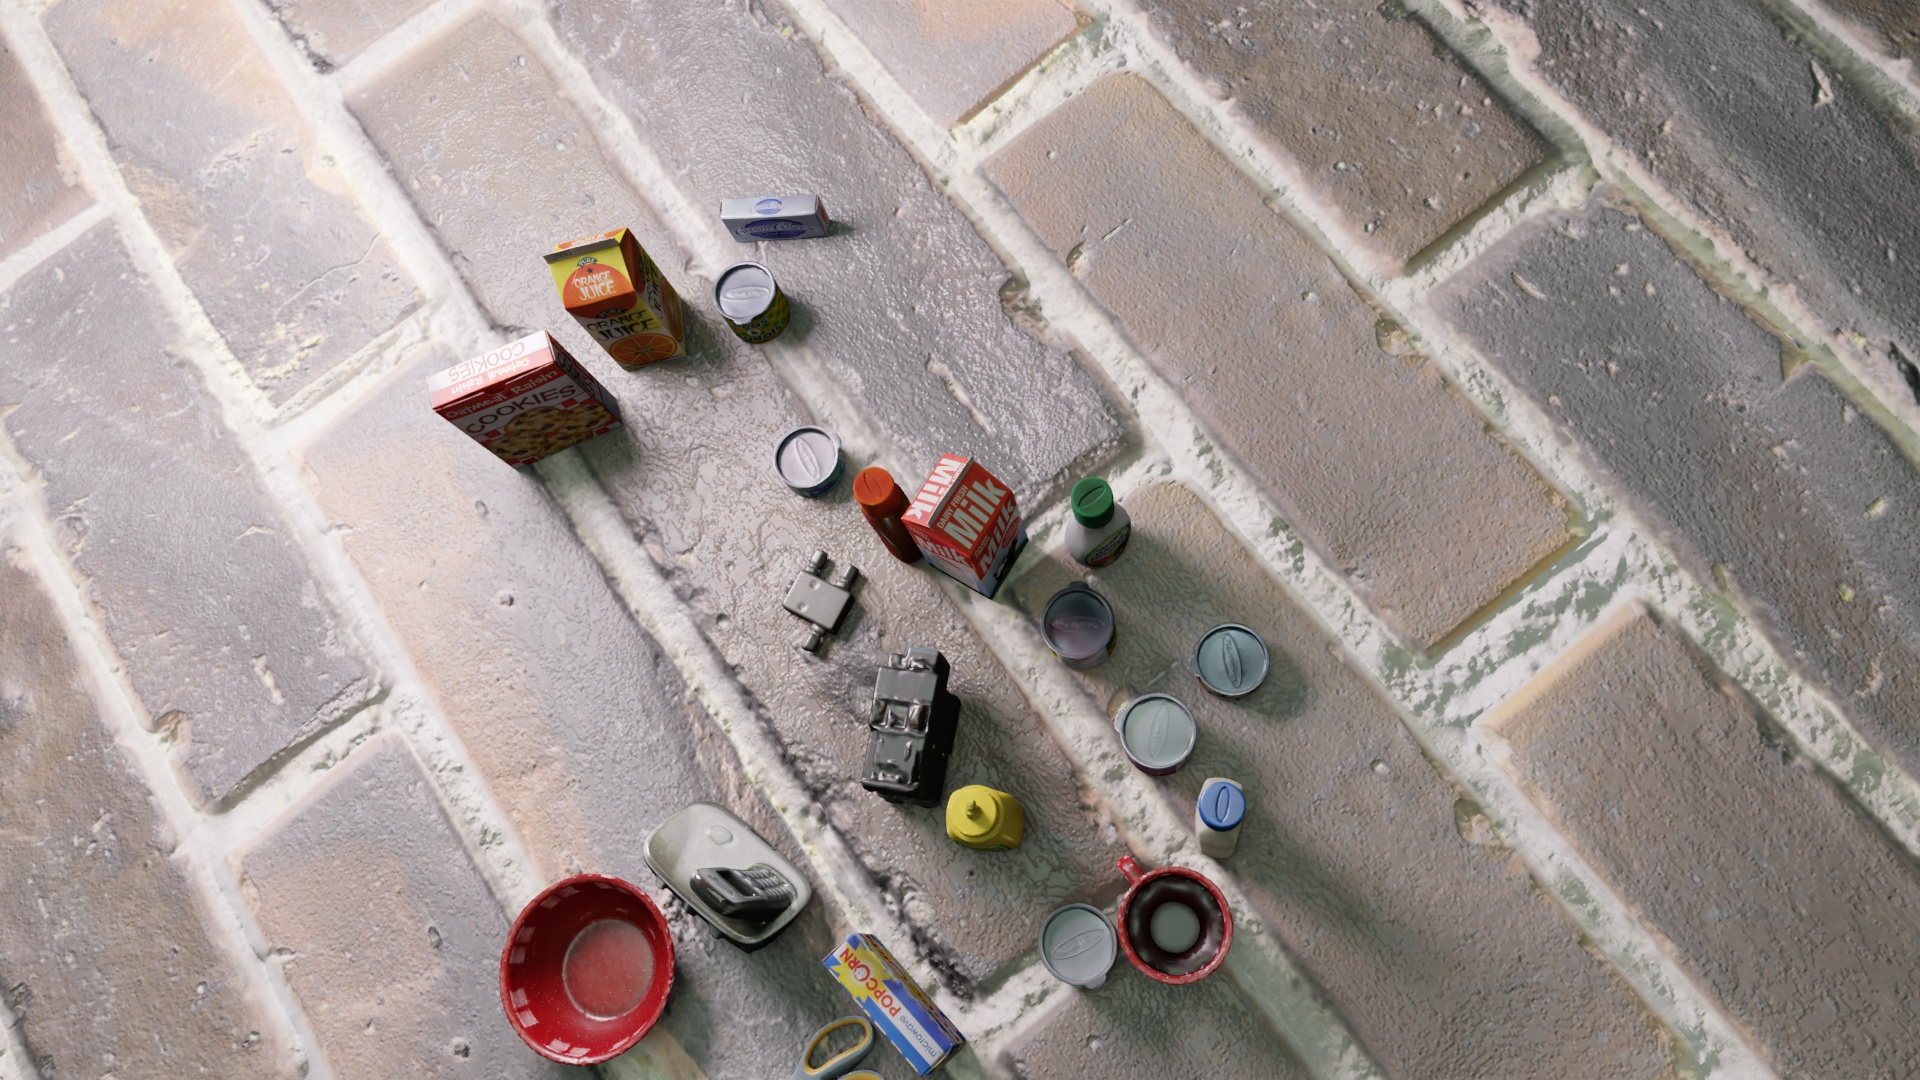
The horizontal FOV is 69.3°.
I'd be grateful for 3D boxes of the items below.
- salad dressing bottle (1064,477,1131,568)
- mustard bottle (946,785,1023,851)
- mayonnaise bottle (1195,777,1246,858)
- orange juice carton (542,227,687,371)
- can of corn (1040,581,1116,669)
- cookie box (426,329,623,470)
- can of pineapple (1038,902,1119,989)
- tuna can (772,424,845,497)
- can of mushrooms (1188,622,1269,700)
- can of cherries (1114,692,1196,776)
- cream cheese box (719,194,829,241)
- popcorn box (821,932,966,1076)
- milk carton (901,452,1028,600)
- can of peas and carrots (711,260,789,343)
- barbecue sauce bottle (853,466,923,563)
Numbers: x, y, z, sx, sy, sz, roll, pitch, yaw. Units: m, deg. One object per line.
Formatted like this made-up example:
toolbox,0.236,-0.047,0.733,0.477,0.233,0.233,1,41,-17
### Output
salad dressing bottle,0.121,-0.017,1.245,0.064,0.147,0.044,-36,71,-3
mustard bottle,0.016,0.235,1.176,0.065,0.160,0.049,2,74,10
mayonnaise bottle,0.216,0.227,1.154,0.041,0.147,0.065,8,75,11
orange juice carton,-0.336,-0.243,1.362,0.072,0.192,0.073,-13,72,5
can of corn,0.109,0.078,1.264,0.071,0.058,0.071,-2,73,8
cookie box,-0.421,-0.134,1.355,0.123,0.167,0.040,-22,71,2
can of pineapple,0.102,0.346,1.183,0.071,0.057,0.071,-2,73,8
tuna can,-0.146,-0.079,1.366,0.071,0.032,0.071,-2,73,8
can of mushrooms,0.241,0.110,1.247,0.071,0.033,0.071,-2,73,8
can of cherries,0.172,0.171,1.226,0.071,0.058,0.071,-2,73,8
cream cheese box,-0.192,-0.334,1.442,0.104,0.053,0.024,-1,73,9
popcorn box,-0.054,0.392,1.178,0.038,0.085,0.127,-44,72,-5
milk carton,0.004,-0.016,1.240,0.073,0.190,0.072,29,80,16
can of peas and carrots,-0.212,-0.239,1.413,0.071,0.058,0.071,-2,73,8
barbecue sauce bottle,-0.065,-0.027,1.276,0.044,0.148,0.065,-33,71,-1
